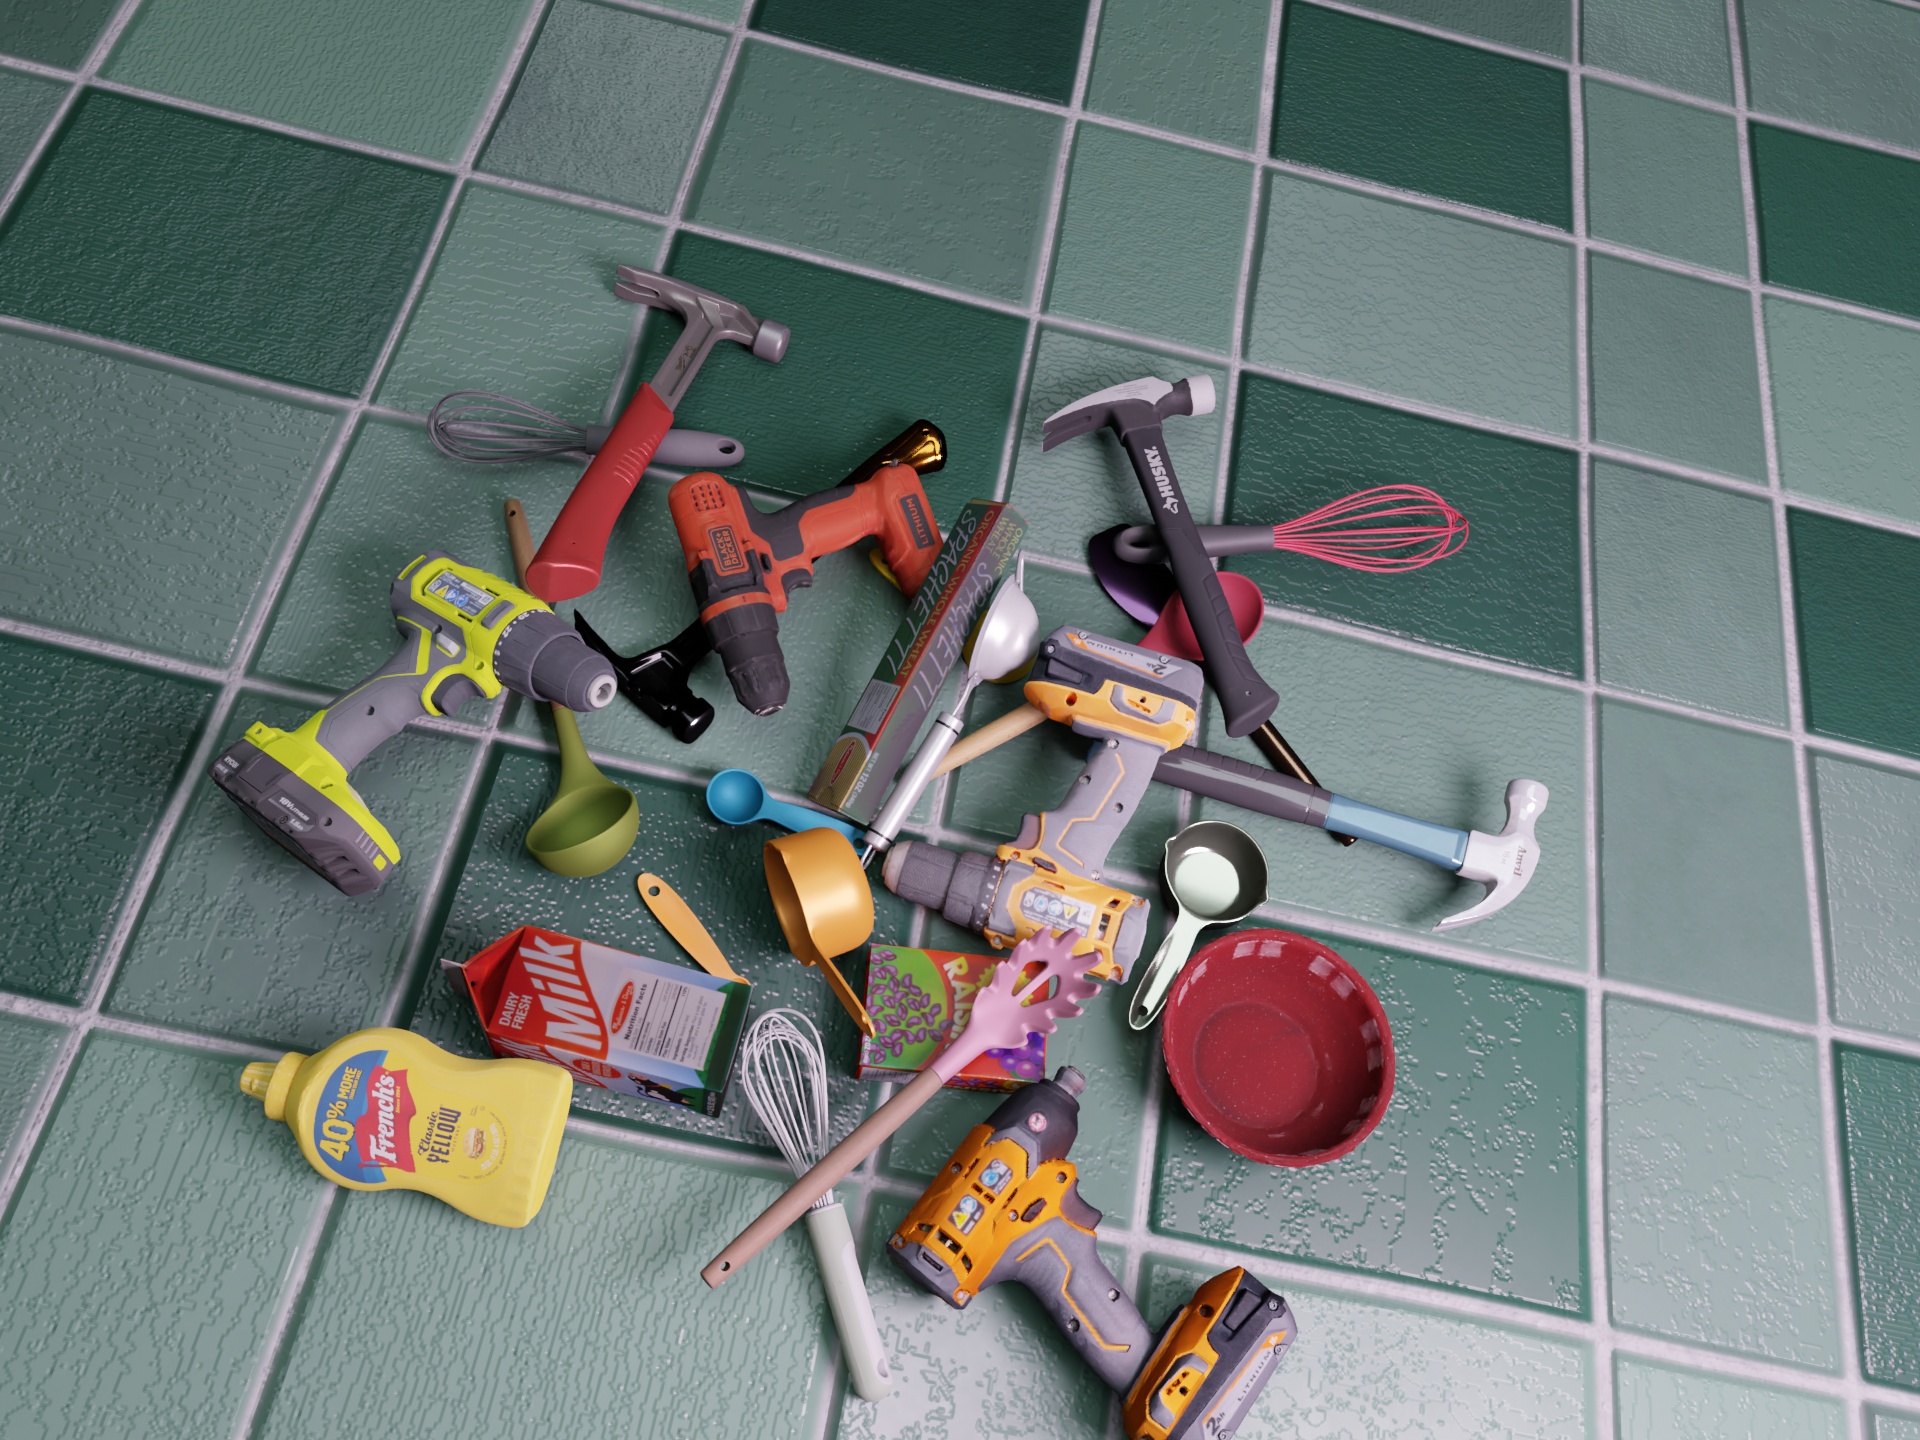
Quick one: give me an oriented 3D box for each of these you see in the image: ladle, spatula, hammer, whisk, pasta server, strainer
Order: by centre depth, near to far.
[{"bbox_3d":[-0.034,0.239,0.992,0.316,0.040,0.060,-38,87,-24],"label":"pasta server"},{"bbox_3d":[-0.087,0.299,0.996,0.059,0.057,0.246,-25,71,16],"label":"whisk"},{"bbox_3d":[-0.291,-0.033,1.123,0.078,0.062,0.320,-20,64,-1],"label":"ladle"},{"bbox_3d":[-0.002,-0.004,1.130,0.050,0.086,0.258,29,81,14],"label":"strainer"},{"bbox_3d":[0.255,0.060,1.164,0.331,0.033,0.128,17,70,6],"label":"hammer"},{"bbox_3d":[-0.248,-0.219,1.186,0.149,0.036,0.359,20,47,-2],"label":"hammer"},{"bbox_3d":[0.092,-0.025,1.191,0.315,0.031,0.069,-28,68,-15],"label":"ladle"},{"bbox_3d":[-0.134,-0.130,1.211,0.127,0.034,0.337,41,64,10],"label":"hammer"},{"bbox_3d":[0.166,-0.131,1.216,0.146,0.035,0.335,-11,58,-6],"label":"hammer"},{"bbox_3d":[-0.286,-0.219,1.225,0.239,0.055,0.055,3,63,-13],"label":"whisk"},{"bbox_3d":[0.201,-0.030,1.228,0.060,0.018,0.316,-28,70,-25],"label":"spatula"},{"bbox_3d":[0.266,-0.148,1.275,0.295,0.073,0.073,-4,64,-8],"label":"whisk"}]

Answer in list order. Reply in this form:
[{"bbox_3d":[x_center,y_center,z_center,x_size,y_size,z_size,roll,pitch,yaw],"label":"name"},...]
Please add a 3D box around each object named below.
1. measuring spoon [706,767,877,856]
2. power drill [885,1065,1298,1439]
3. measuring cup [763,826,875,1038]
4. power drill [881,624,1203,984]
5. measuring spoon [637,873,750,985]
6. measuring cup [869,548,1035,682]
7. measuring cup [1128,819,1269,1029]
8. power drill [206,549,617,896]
[{"bbox_3d":[-0.120,0.072,1.124,0.128,0.021,0.042,22,61,-9],"label":"measuring spoon"},{"bbox_3d":[0.090,0.332,0.982,0.226,0.084,0.164,36,72,12],"label":"power drill"},{"bbox_3d":[-0.074,0.138,1.033,0.052,0.095,0.174,-19,41,-21],"label":"measuring cup"},{"bbox_3d":[0.061,0.052,1.112,0.185,0.084,0.226,17,77,7],"label":"power drill"},{"bbox_3d":[-0.181,0.148,1.076,0.021,0.011,0.117,-35,70,-26],"label":"measuring spoon"},{"bbox_3d":[-0.007,-0.089,1.214,0.156,0.029,0.062,38,63,10],"label":"measuring cup"},{"bbox_3d":[0.157,0.148,1.122,0.083,0.038,0.168,30,68,5],"label":"measuring cup"},{"bbox_3d":[-0.356,0.000,1.053,0.191,0.080,0.228,27,63,28],"label":"power drill"}]
